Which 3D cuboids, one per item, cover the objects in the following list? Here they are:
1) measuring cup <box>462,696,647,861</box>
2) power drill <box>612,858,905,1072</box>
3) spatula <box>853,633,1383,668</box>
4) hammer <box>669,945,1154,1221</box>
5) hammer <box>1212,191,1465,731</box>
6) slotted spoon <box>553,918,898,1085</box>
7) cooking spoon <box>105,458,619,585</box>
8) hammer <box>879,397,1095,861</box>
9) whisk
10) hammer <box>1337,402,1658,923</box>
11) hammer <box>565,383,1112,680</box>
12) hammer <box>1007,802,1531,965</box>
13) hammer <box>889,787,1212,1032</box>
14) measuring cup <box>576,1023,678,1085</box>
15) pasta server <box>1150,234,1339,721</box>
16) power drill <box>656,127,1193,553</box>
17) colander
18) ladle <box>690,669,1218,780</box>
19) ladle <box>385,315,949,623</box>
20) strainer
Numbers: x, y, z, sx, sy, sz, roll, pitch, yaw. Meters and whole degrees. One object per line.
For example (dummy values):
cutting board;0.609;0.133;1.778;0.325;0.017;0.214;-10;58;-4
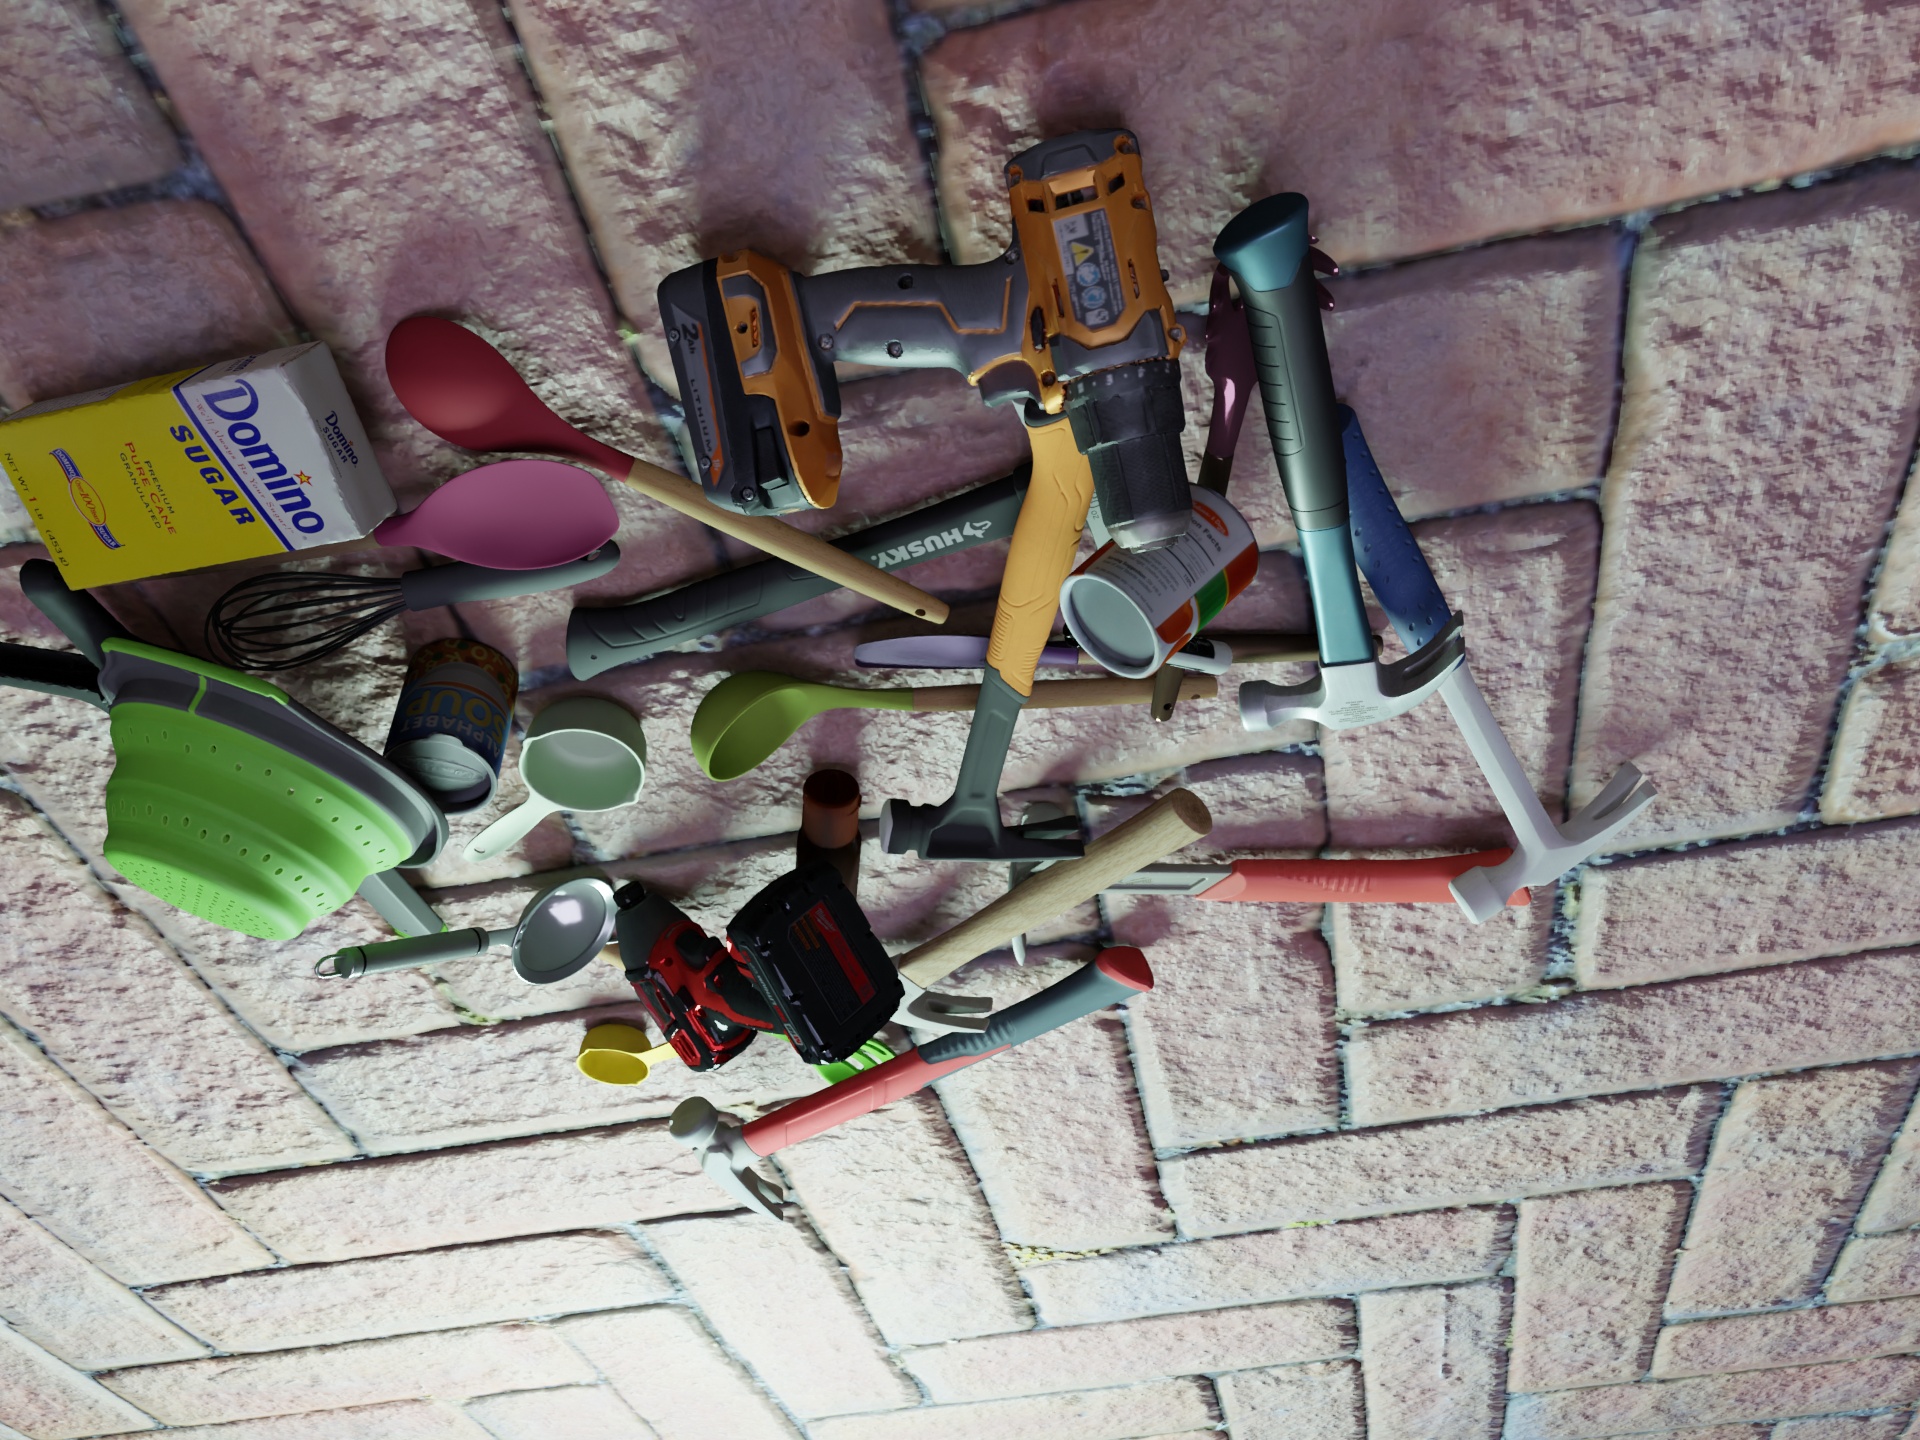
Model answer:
measuring cup;-0.263;0.040;1.007;0.167;0.038;0.083;-34;128;31
power drill;-0.149;0.161;1.052;0.220;0.078;0.143;-16;107;49
spatula;0.095;-0.042;0.944;0.316;0.018;0.059;-1;164;-3
hammer;-0.024;0.275;1.222;0.386;0.038;0.143;-26;126;13
hammer;0.179;-0.112;0.802;0.128;0.033;0.330;-6;137;19
slotted spoon;-0.168;0.217;1.203;0.313;0.031;0.070;31;127;-28
cooking spoon;-0.330;-0.097;0.845;0.319;0.017;0.068;-6;135;14
hammer;0.039;-0.040;0.879;0.127;0.034;0.336;3;134;-11
whisk;-0.305;-0.069;0.885;0.239;0.055;0.055;-11;136;4
hammer;0.296;-0.030;0.943;0.144;0.035;0.405;-34;127;9
hammer;-0.072;-0.082;0.888;0.335;0.035;0.146;-17;134;15
hammer;0.213;0.117;1.106;0.359;0.037;0.149;1;136;-3
hammer;0.040;0.130;1.070;0.130;0.031;0.331;38;132;-20
measuring cup;-0.225;0.242;1.218;0.156;0.029;0.062;-20;134;22
pasta server;0.134;-0.116;0.843;0.060;0.040;0.316;-3;132;-11
power drill;-0.008;-0.151;0.732;0.226;0.084;0.185;-12;95;11
colander;-0.396;0.097;0.952;0.204;0.095;0.396;15;154;10
ladle;-0.002;-0.003;0.960;0.320;0.062;0.078;-2;152;-4
ladle;-0.147;-0.118;0.822;0.315;0.031;0.069;24;135;-16
strainer;-0.312;0.141;1.038;0.258;0.050;0.087;-1;118;-60
